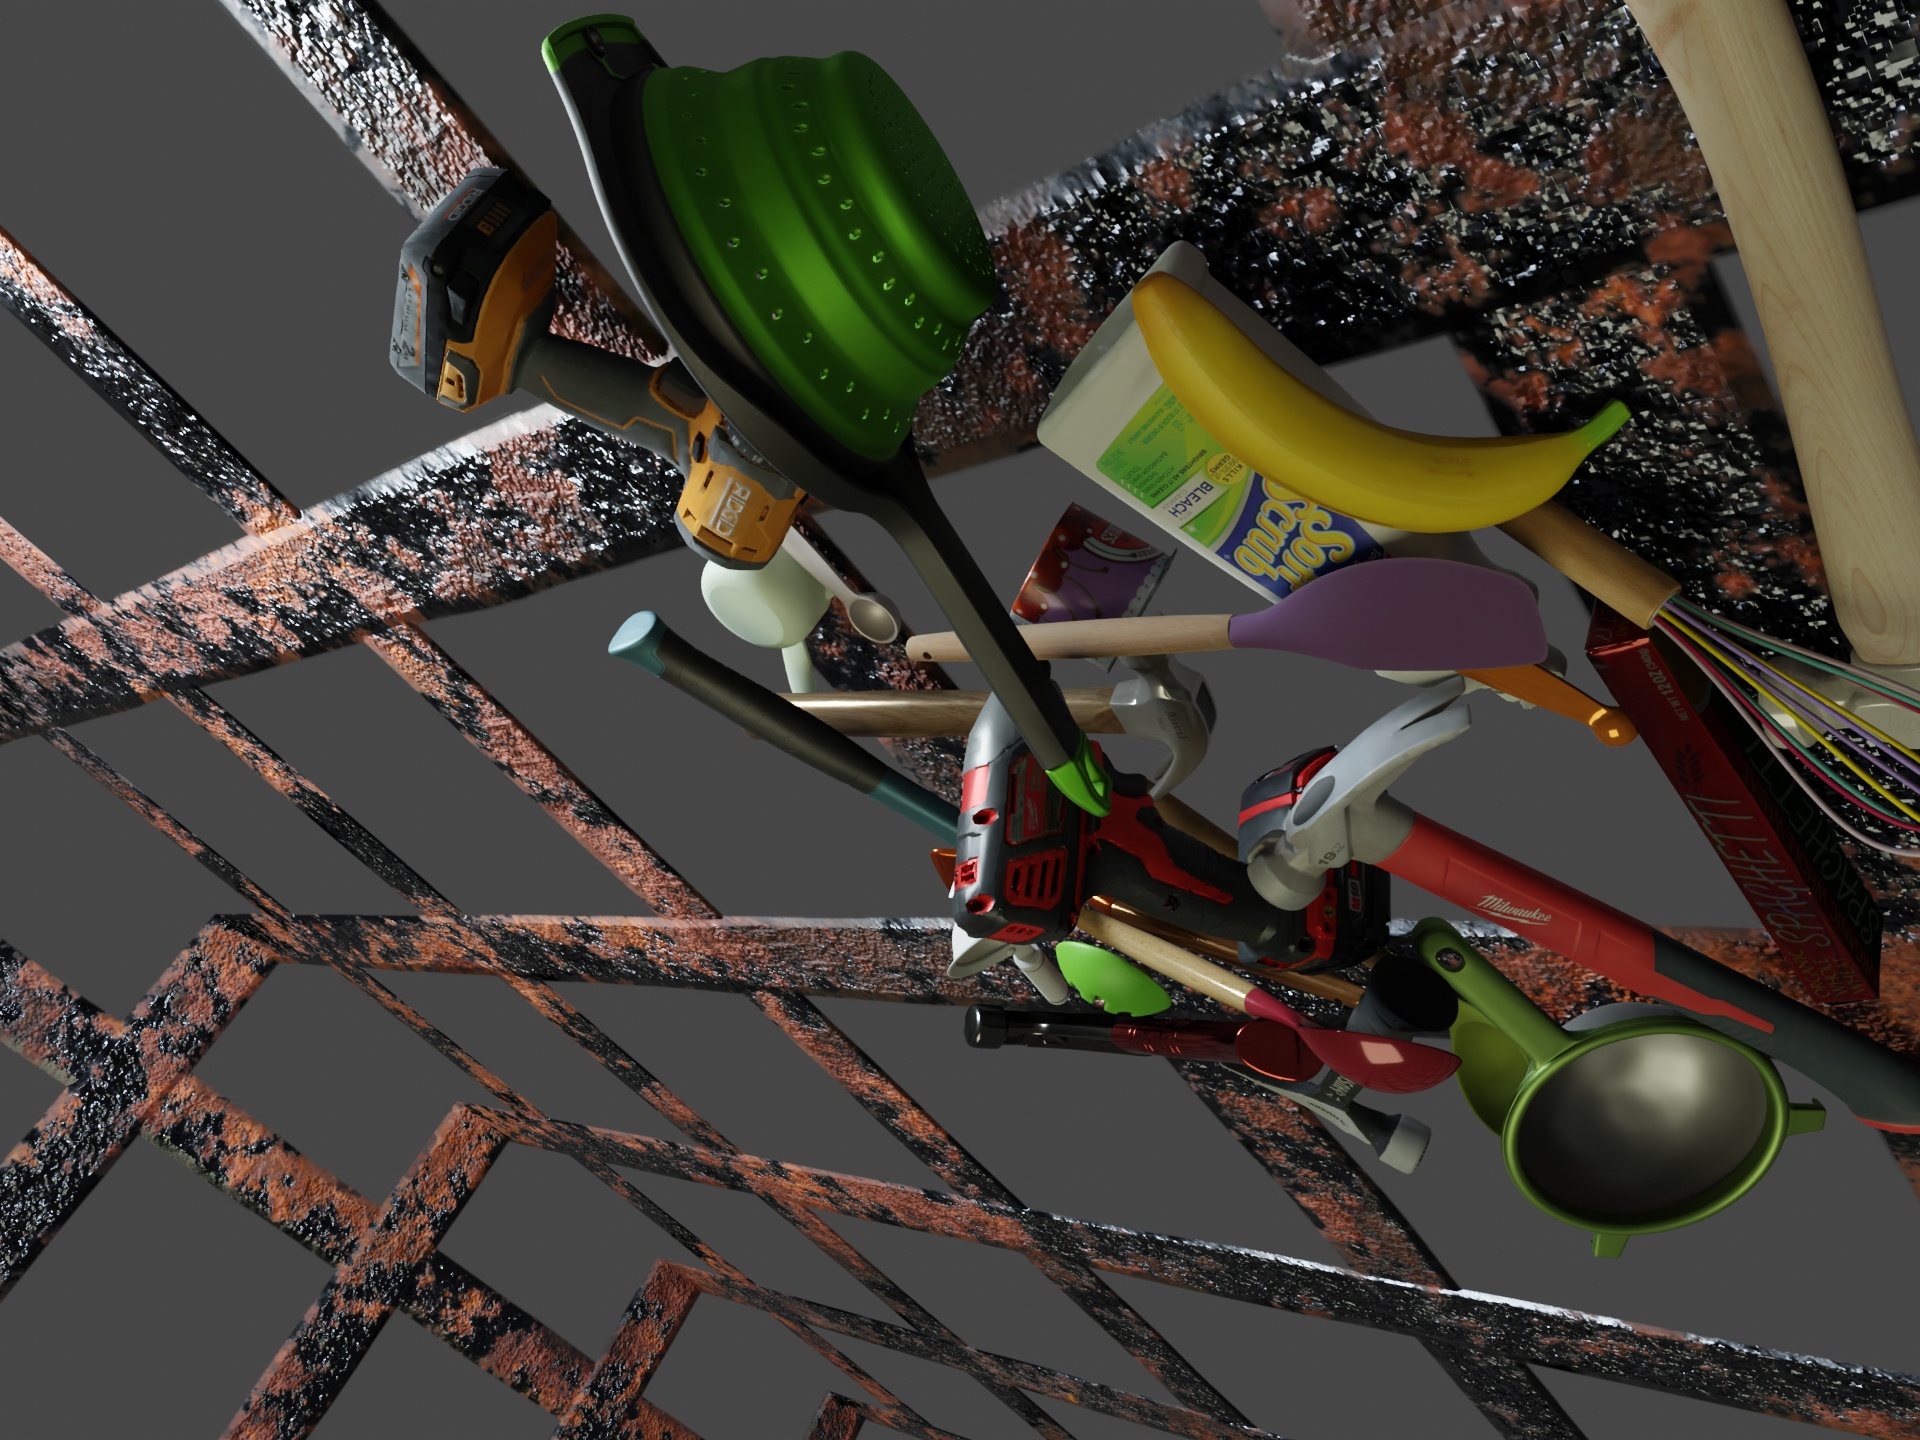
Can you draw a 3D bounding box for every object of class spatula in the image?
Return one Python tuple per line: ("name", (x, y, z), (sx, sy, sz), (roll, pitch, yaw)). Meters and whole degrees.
("spatula", (0.116, 0.136, 1.029), (0.323, 0.041, 0.080), (16, 147, 42))
("spatula", (0.100, -0.041, 0.715), (0.316, 0.018, 0.059), (-1, 131, 38))

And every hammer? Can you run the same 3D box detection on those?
("hammer", (-0.002, -0.003, 0.948), (0.331, 0.031, 0.129), (-1, 138, 36))
("hammer", (0.289, -0.139, 0.518), (0.146, 0.038, 0.410), (-6, 133, 43))
("hammer", (0.232, 0.197, 0.939), (0.149, 0.036, 0.408), (27, 164, 16))
("hammer", (0.337, 0.106, 0.760), (0.386, 0.038, 0.143), (25, 132, -14))
("hammer", (-0.062, 0.029, 0.973), (0.331, 0.033, 0.128), (32, 150, -14))
("hammer", (0.130, 0.201, 1.009), (0.149, 0.037, 0.359), (7, 169, -19))

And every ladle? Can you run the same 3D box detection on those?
("ladle", (0.228, 0.140, 0.953), (0.320, 0.062, 0.078), (36, 156, -3))
("ladle", (0.141, 0.141, 0.850), (0.069, 0.031, 0.316), (23, 177, -28))

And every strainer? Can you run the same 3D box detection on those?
("strainer", (0.334, 0.177, 0.876), (0.256, 0.069, 0.151), (40, 112, -14))
("strainer", (0.040, 0.151, 1.036), (0.050, 0.087, 0.258), (56, 179, 27))

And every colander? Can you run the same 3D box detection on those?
("colander", (-0.007, -0.130, 0.662), (0.094, 0.205, 0.396), (-26, 111, 19))

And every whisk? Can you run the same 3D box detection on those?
("whisk", (0.283, -0.030, 0.598), (0.245, 0.047, 0.051), (43, 156, 27))

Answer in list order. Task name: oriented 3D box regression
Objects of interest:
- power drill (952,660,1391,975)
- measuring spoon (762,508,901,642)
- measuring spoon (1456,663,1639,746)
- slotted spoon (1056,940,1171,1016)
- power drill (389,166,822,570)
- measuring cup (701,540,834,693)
("power drill", (0.104, 0.051, 0.804), (0.219, 0.143, 0.078), (11, 160, -19))
("measuring spoon", (-0.079, -0.094, 0.926), (0.124, 0.018, 0.034), (45, 143, -10))
("measuring spoon", (0.236, -0.015, 0.672), (0.117, 0.011, 0.021), (24, 131, -8))
("slotted spoon", (0.103, 0.162, 0.989), (0.070, 0.031, 0.313), (25, 176, 13))
("power drill", (-0.166, -0.185, 0.808), (0.226, 0.084, 0.185), (31, 148, -7))
("measuring cup", (-0.116, -0.048, 0.993), (0.083, 0.038, 0.167), (19, 146, 20))
